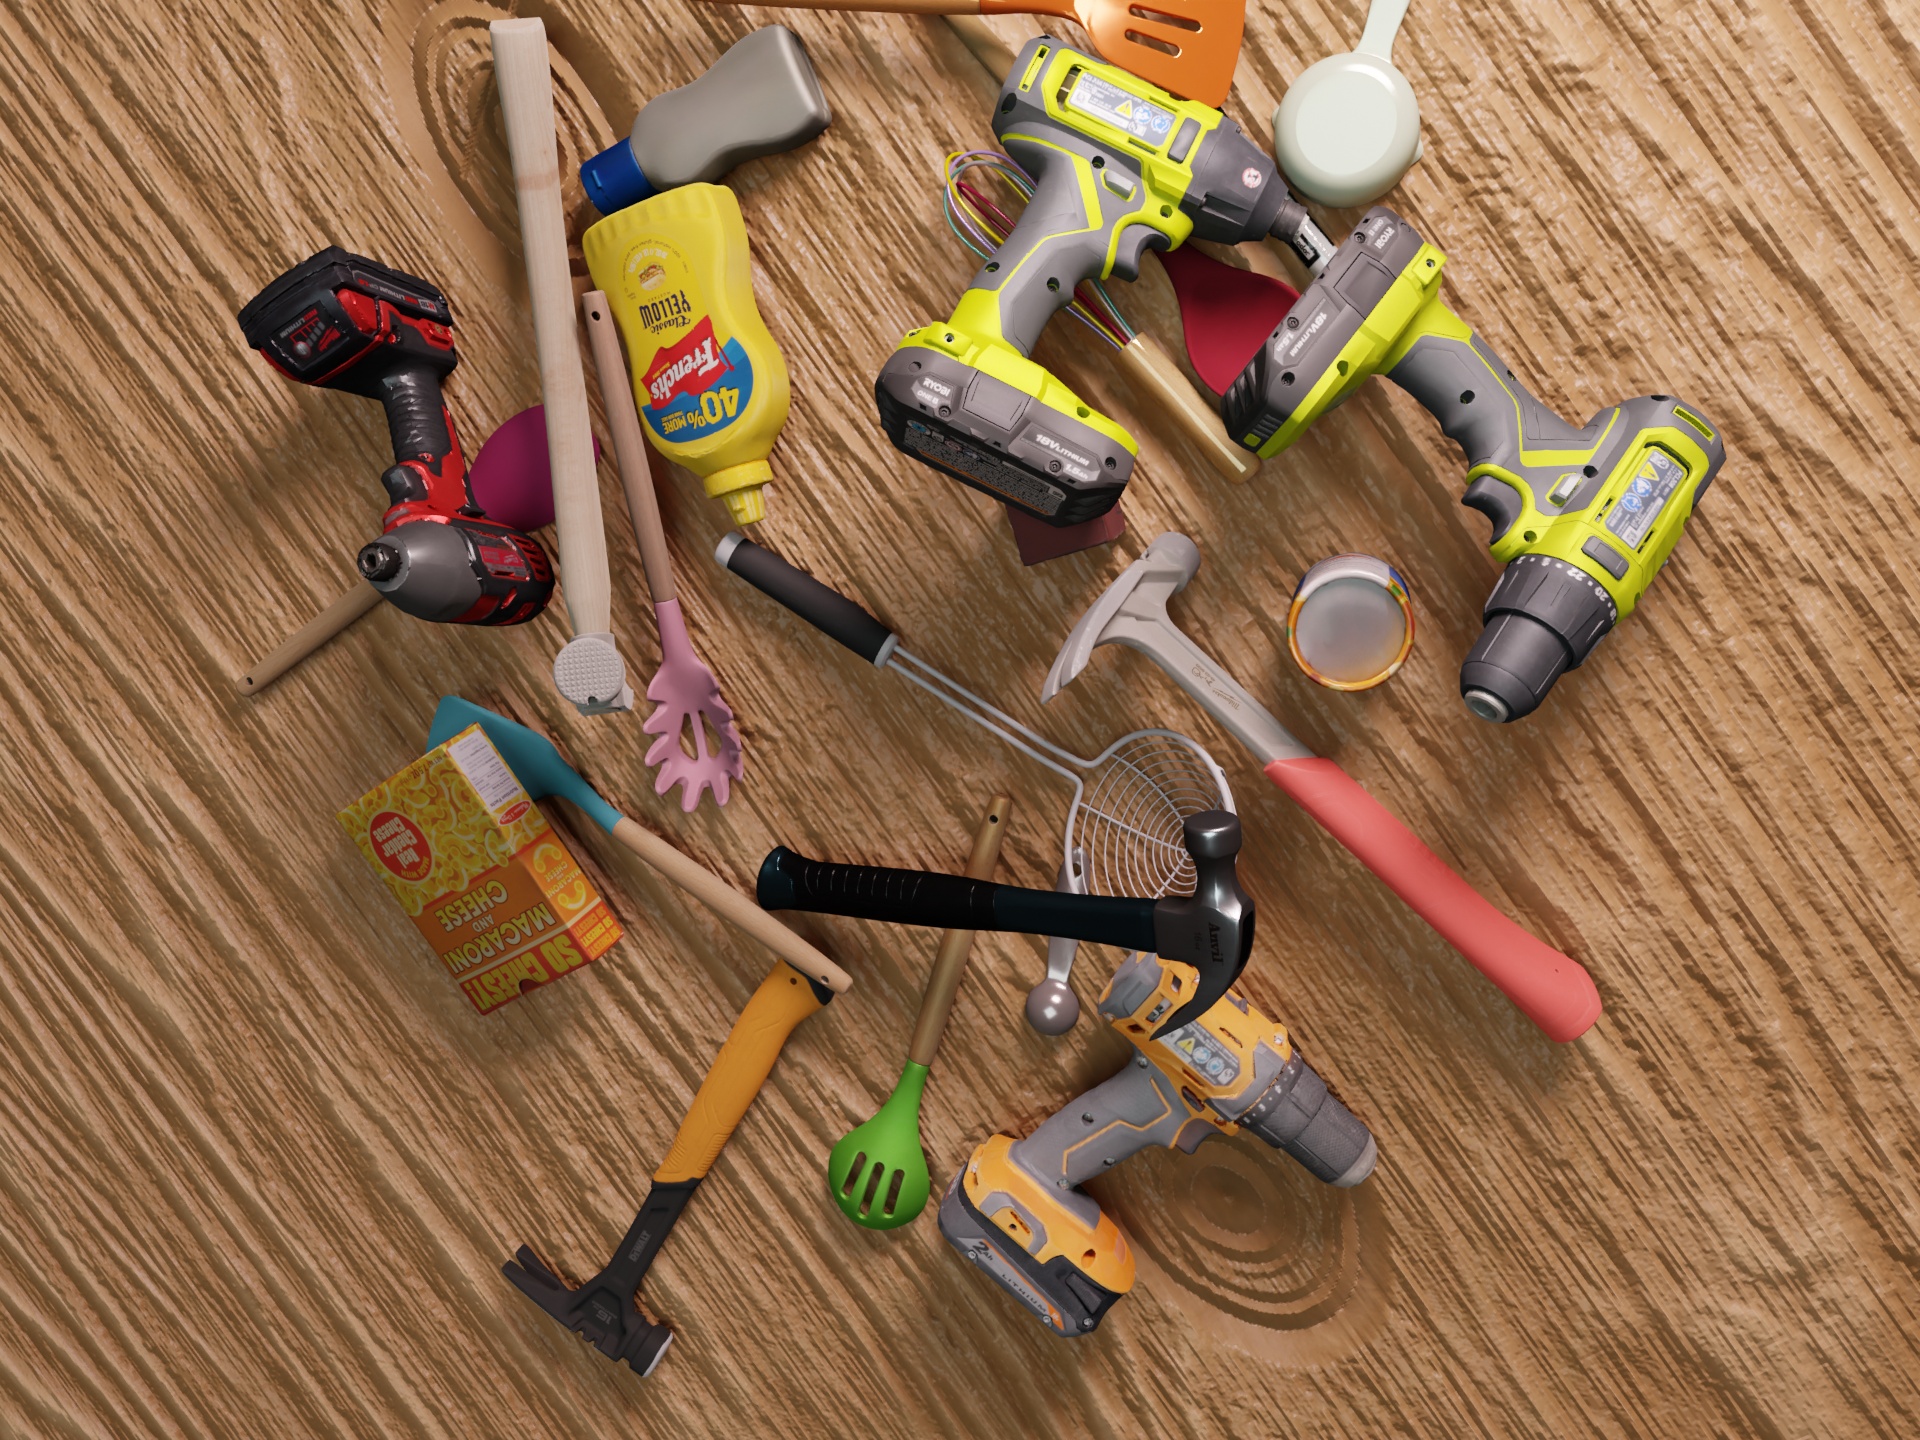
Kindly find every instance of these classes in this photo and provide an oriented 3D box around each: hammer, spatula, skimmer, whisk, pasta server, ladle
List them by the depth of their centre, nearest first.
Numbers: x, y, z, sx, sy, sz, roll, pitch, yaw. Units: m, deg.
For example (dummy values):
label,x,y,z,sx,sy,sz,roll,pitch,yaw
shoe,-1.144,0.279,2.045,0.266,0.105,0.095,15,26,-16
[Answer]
label,x,y,z,sx,sy,sz,roll,pitch,yaw
spatula,-0.009,-0.390,0.869,0.322,0.041,0.081,9,92,14
hammer,0.208,0.054,0.873,0.359,0.149,0.036,42,139,-3
ladle,0.083,-0.296,0.879,0.069,0.031,0.315,-42,87,8
whisk,0.077,-0.223,0.887,0.051,0.047,0.245,-43,92,17
hammer,0.013,0.106,0.919,0.331,0.033,0.128,2,109,34
skimmer,-0.001,-0.003,0.925,0.363,0.090,0.127,33,111,6
hammer,-0.237,-0.207,0.944,0.038,0.146,0.411,-7,88,-9
pasta server,-0.185,-0.097,0.959,0.060,0.040,0.316,-9,109,1
spatula,-0.204,0.087,1.010,0.317,0.044,0.082,32,122,13
hammer,-0.184,0.283,1.061,0.127,0.034,0.337,33,107,5

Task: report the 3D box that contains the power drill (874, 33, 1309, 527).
label,x,y,z,sx,sy,sz,roll,pitch,yaw
power drill,0.067,-0.222,0.819,0.171,0.080,0.223,26,81,0

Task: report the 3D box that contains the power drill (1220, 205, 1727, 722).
label,x,y,z,sx,sy,sz,roll,pitch,yaw
power drill,0.249,-0.128,0.800,0.228,0.080,0.190,38,75,0

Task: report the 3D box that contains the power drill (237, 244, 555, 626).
label,x,y,z,sx,sy,sz,roll,pitch,yaw
power drill,-0.331,-0.159,0.941,0.078,0.143,0.220,-27,82,18

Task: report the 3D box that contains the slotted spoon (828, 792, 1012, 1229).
label,x,y,z,sx,sy,sz,roll,pitch,yaw
slotted spoon,-0.020,0.191,1.004,0.070,0.031,0.313,20,104,10

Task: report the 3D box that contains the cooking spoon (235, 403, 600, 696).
label,x,y,z,sx,sy,sz,roll,pitch,yaw
cooking spoon,-0.361,-0.102,1.037,0.319,0.017,0.069,-33,91,17

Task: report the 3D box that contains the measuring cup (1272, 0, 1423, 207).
label,x,y,z,sx,sy,sz,roll,pitch,yaw
measuring cup,0.215,-0.353,0.825,0.083,0.038,0.167,19,107,10

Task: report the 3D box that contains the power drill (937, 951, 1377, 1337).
label,x,y,z,sx,sy,sz,roll,pitch,yaw
power drill,0.118,0.265,0.957,0.185,0.084,0.226,40,103,3

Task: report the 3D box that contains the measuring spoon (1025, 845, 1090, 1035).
label,x,y,z,sx,sy,sz,roll,pitch,yaw
measuring spoon,0.062,0.137,0.975,0.034,0.018,0.124,11,103,12
